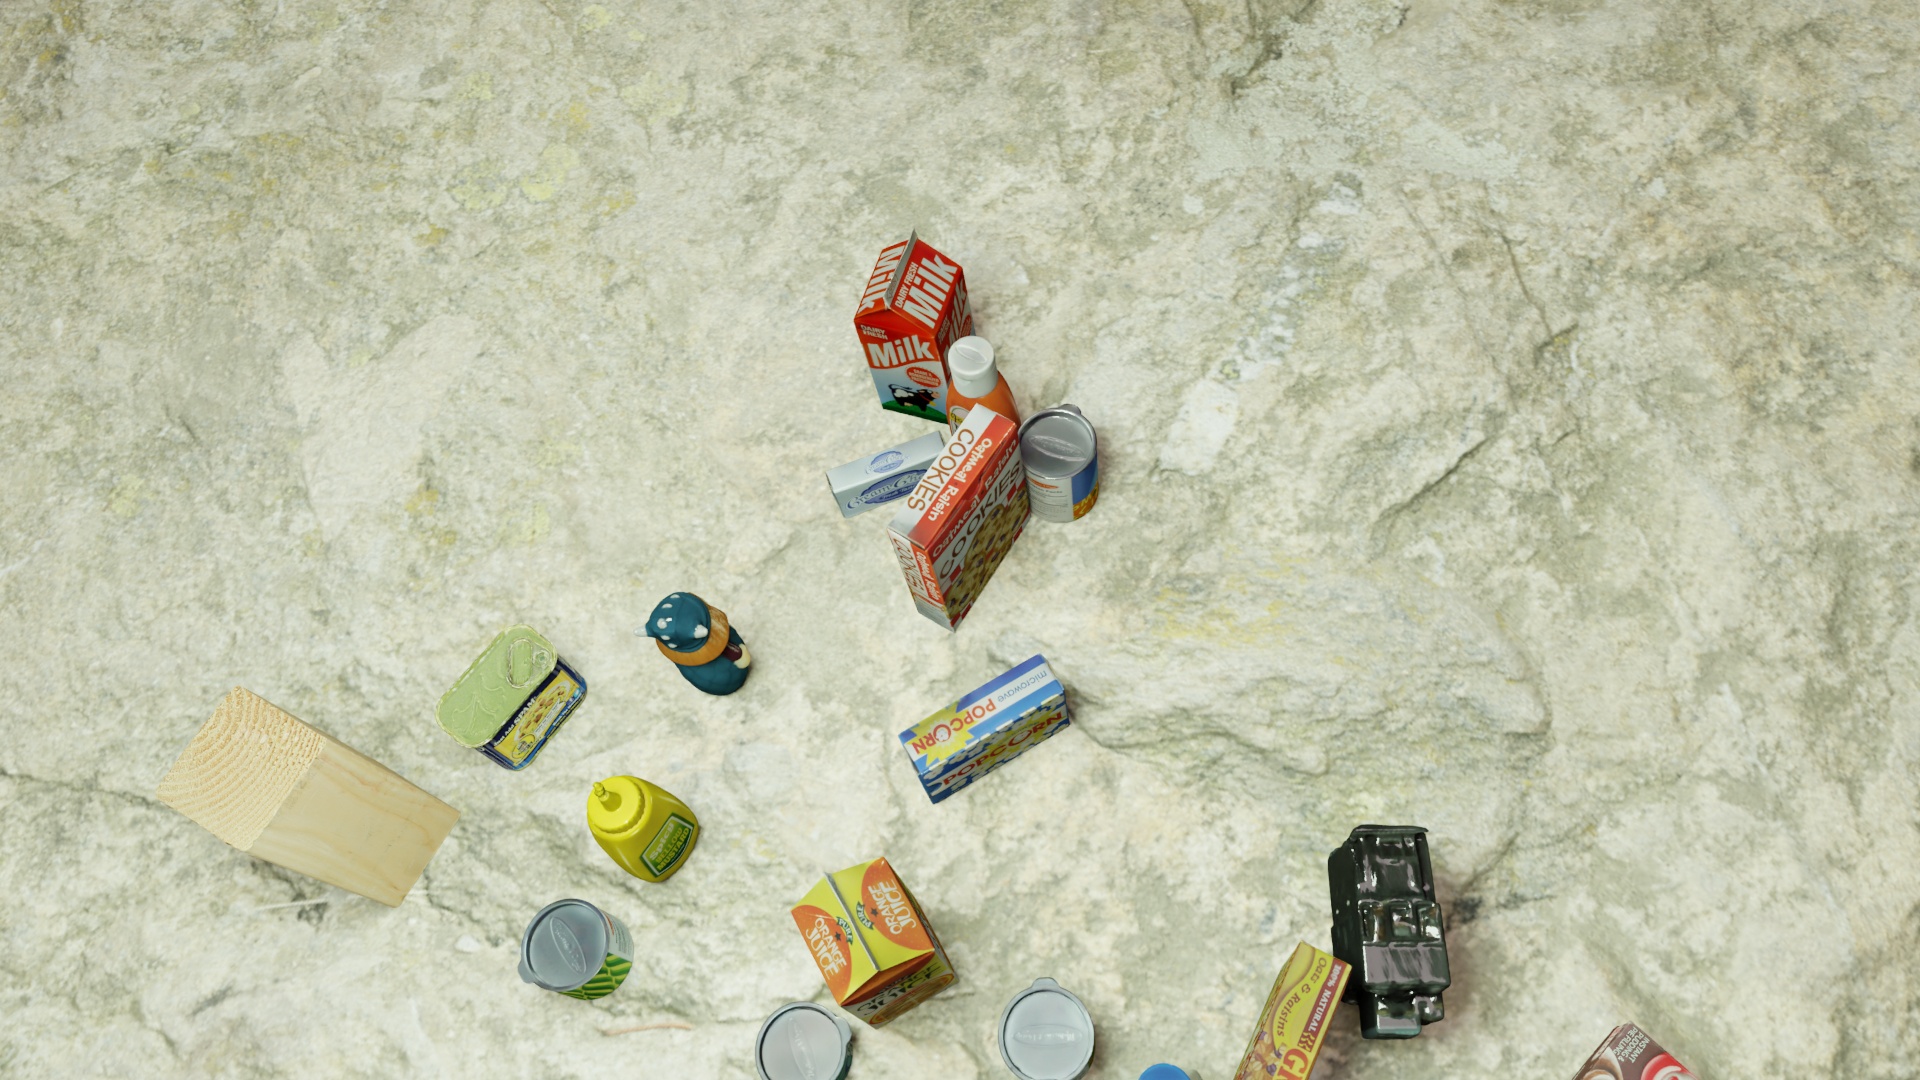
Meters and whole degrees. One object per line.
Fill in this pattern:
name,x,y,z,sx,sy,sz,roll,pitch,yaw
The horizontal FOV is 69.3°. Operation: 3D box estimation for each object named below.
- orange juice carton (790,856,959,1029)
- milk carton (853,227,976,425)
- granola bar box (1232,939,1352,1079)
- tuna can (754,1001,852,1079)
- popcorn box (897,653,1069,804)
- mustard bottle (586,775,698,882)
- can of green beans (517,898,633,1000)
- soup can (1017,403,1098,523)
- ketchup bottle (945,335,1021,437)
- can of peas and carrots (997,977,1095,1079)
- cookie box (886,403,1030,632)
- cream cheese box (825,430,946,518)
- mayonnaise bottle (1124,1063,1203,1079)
orange juice carton,-0.058,0.274,0.945,0.073,0.192,0.072,-29,65,-7
milk carton,-0.036,-0.176,1.159,0.073,0.189,0.072,14,68,13
granola bar box,0.203,0.355,0.913,0.039,0.123,0.166,24,70,17
tuna can,-0.109,0.366,0.997,0.071,0.032,0.071,-3,64,6
popcorn box,0.020,0.144,1.057,0.127,0.085,0.038,-29,65,-7
mustard bottle,-0.239,0.206,1.018,0.049,0.159,0.065,28,71,18
can of green beans,-0.284,0.305,1.033,0.071,0.057,0.071,-3,65,6
soup can,0.082,-0.063,1.150,0.071,0.083,0.071,-3,65,6
ketchup bottle,0.017,-0.115,1.146,0.065,0.148,0.044,27,71,18
can of peas and carrots,0.061,0.346,0.971,0.071,0.058,0.071,-3,65,6
cookie box,0.004,-0.014,1.089,0.040,0.166,0.123,28,71,18
cream cheese box,-0.059,-0.055,1.180,0.104,0.053,0.024,-20,64,-3
mayonnaise bottle,0.132,0.364,0.904,0.065,0.147,0.041,-10,64,2
